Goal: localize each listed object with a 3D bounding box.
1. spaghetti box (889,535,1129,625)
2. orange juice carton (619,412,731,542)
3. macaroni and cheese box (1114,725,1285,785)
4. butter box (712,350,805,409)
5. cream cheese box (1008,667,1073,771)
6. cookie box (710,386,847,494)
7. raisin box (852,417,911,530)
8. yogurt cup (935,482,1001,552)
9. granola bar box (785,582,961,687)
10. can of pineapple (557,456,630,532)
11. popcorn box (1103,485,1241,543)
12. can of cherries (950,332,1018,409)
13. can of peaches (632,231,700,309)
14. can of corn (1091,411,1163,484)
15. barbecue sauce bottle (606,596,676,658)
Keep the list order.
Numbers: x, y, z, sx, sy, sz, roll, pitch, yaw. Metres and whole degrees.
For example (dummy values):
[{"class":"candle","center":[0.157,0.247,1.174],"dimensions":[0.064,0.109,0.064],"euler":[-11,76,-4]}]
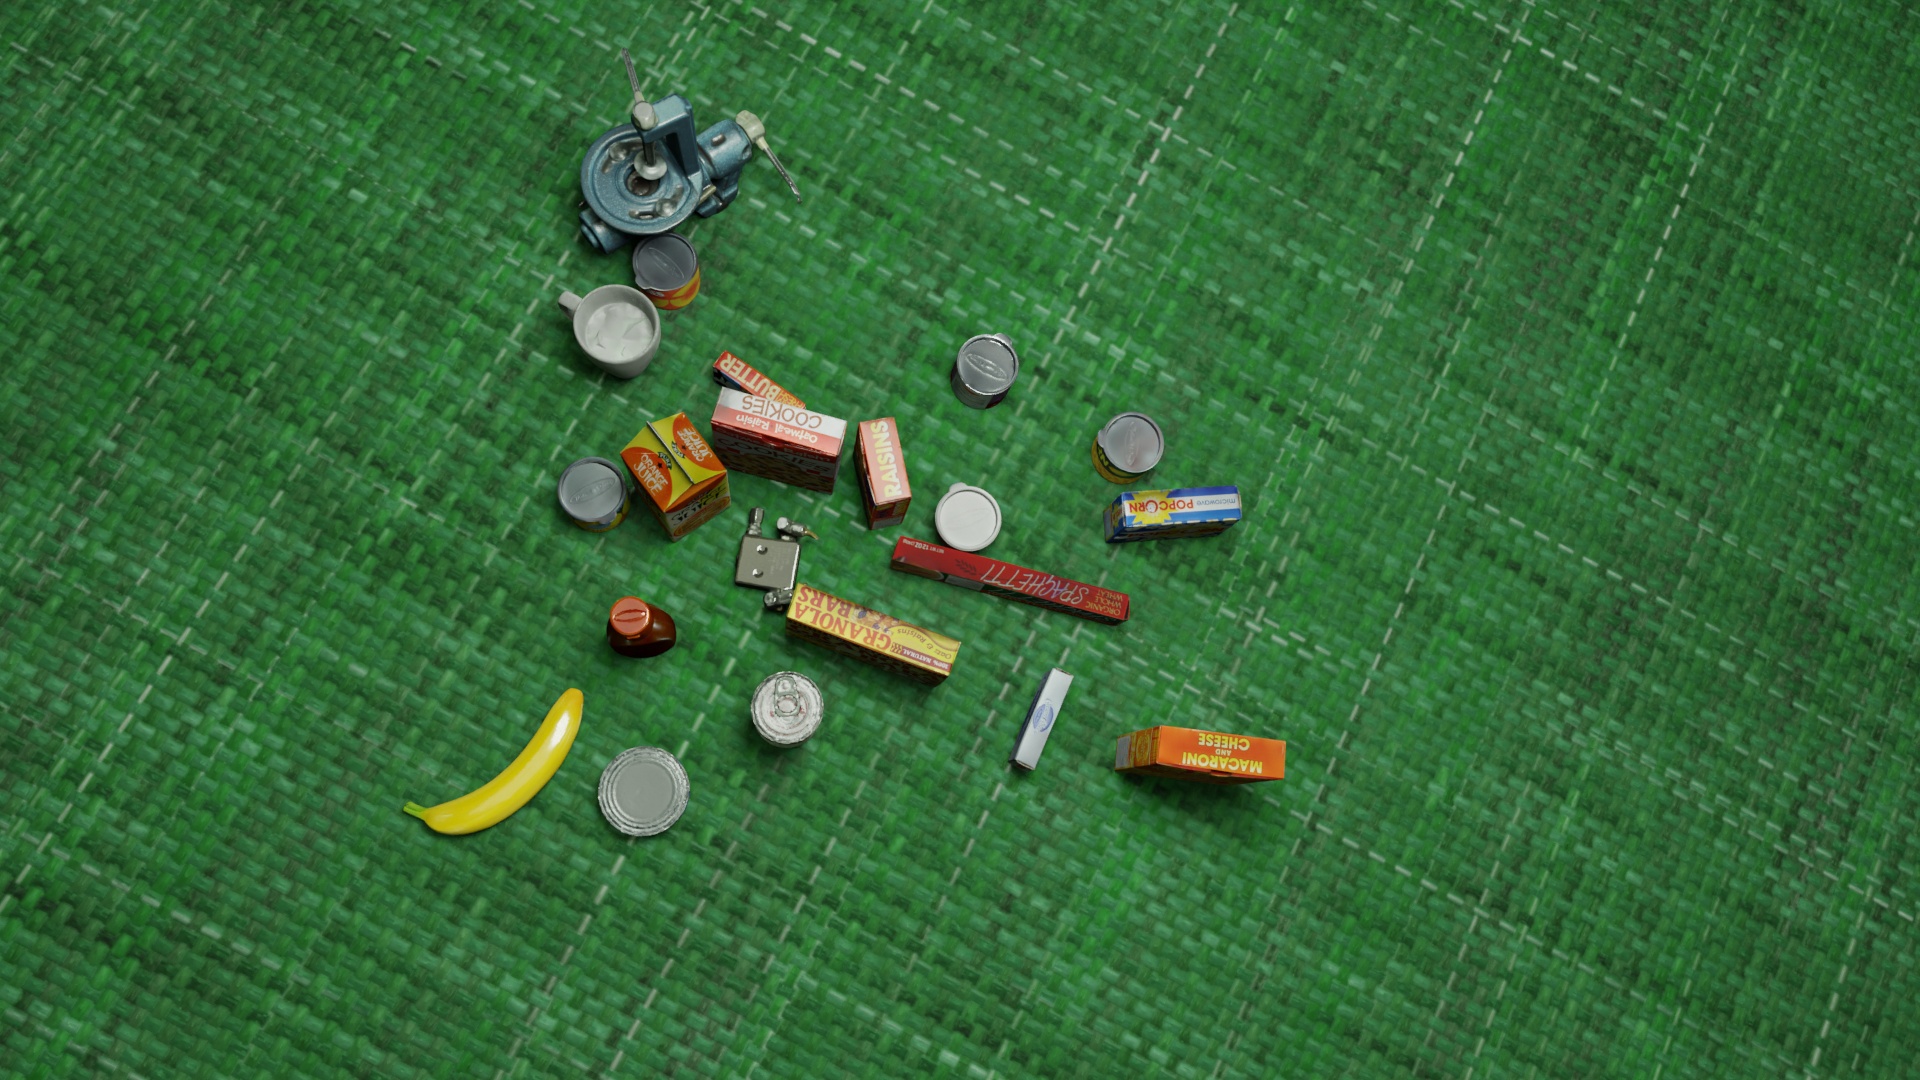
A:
[{"class":"spaghetti box","center":[0.052,0.043,1.435],"dimensions":[0.250,0.050,0.029],"euler":[15,77,-4]},{"class":"orange juice carton","center":[-0.273,-0.062,1.341],"dimensions":[0.073,0.192,0.072],"euler":[-35,85,-13]},{"class":"macaroni and cheese box","center":[0.232,0.213,1.363],"dimensions":[0.124,0.166,0.040],"euler":[8,78,-6]},{"class":"butter box","center":[-0.208,-0.153,1.440],"dimensions":[0.103,0.053,0.024],"euler":[34,77,0]},{"class":"cream cheese box","center":[0.080,0.182,1.408],"dimensions":[0.024,0.053,0.104],"euler":[25,76,-2]},{"class":"cookie box","center":[-0.179,-0.094,1.373],"dimensions":[0.123,0.167,0.040],"euler":[15,77,-4]},{"class":"raisin box","center":[-0.081,-0.066,1.403],"dimensions":[0.040,0.123,0.086],"euler":[-10,80,-9]},{"class":"yogurt cup","center":[0.005,-0.018,1.440],"dimensions":[0.072,0.054,0.072],"euler":[2,78,-7]},{"class":"granola bar box","center":[-0.090,0.096,1.367],"dimensions":[0.165,0.124,0.039],"euler":[20,77,-3]},{"class":"can of pineapple","center":[-0.366,-0.043,1.393],"dimensions":[0.071,0.057,0.071],"euler":[2,78,-7]},{"class":"popcorn box","center":[0.221,-0.027,1.454],"dimensions":[0.127,0.085,0.038],"euler":[-4,79,-8]},{"class":"can of cherries","center":[0.027,-0.180,1.474],"dimensions":[0.071,0.058,0.071],"euler":[2,78,-7]},{"class":"can of peaches","center":[-0.308,-0.280,1.451],"dimensions":[0.071,0.058,0.071],"euler":[2,78,-7]},{"class":"can of corn","center":[0.174,-0.098,1.477],"dimensions":[0.071,0.058,0.071],"euler":[2,78,-7]},{"class":"barbecue sauce bottle","center":[-0.308,0.083,1.328],"dimensions":[0.065,0.148,0.044],"euler":[-7,80,-9]}]
